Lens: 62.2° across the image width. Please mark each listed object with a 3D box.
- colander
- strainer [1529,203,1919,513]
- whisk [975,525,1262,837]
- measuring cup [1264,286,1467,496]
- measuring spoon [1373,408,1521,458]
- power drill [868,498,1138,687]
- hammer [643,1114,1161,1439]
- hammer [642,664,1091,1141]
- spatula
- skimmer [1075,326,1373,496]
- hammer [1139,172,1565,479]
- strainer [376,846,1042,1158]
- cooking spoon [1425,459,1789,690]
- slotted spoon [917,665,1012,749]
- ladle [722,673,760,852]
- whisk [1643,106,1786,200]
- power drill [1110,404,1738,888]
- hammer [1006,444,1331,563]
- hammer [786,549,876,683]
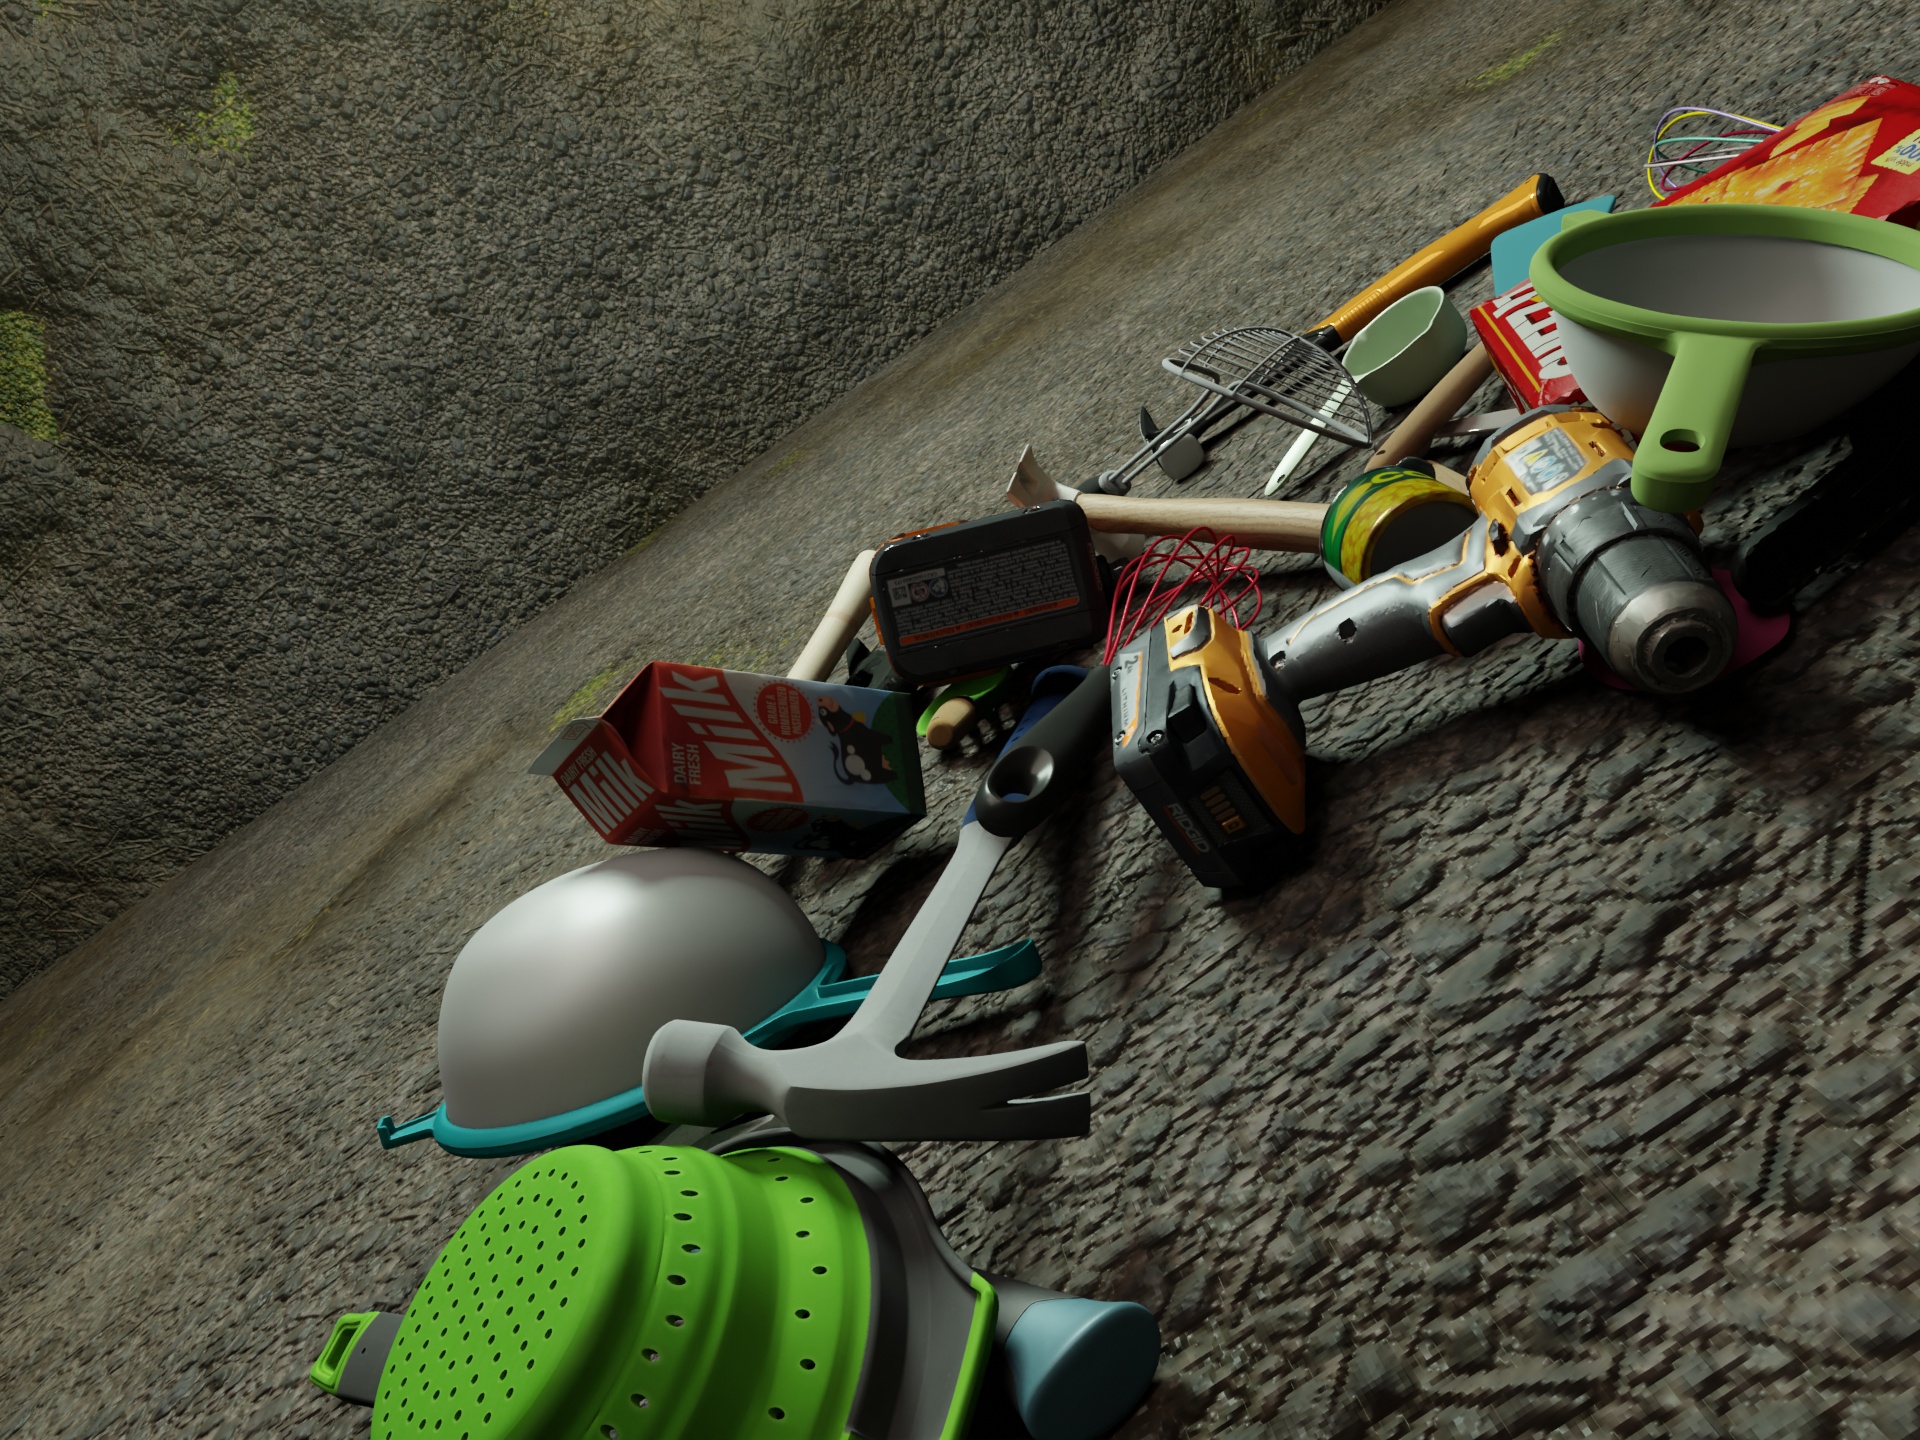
[{"bbox_3d":[-0.163,0.215,0.541,0.397,0.094,0.205,-17,40,45],"label":"colander"},{"bbox_3d":[0.268,-0.115,0.566,0.151,0.069,0.256,13,39,26],"label":"strainer"},{"bbox_3d":[0.079,-0.024,0.755,0.073,0.073,0.296,-22,14,36],"label":"whisk"},{"bbox_3d":[0.252,-0.195,0.990,0.167,0.038,0.083,-51,20,-3],"label":"measuring cup"},{"bbox_3d":[0.281,-0.154,0.863,0.124,0.018,0.034,0,36,51],"label":"measuring spoon"},{"bbox_3d":[0.030,-0.073,0.921,0.164,0.084,0.226,-13,1,1],"label":"power drill"},{"bbox_3d":[-0.055,0.196,0.564,0.331,0.033,0.128,-10,32,53],"label":"hammer"},{"bbox_3d":[0.016,0.056,0.683,0.144,0.035,0.405,2,21,15],"label":"hammer"},{"bbox_3d":[0.296,-0.218,0.913,0.082,0.044,0.317,-9,26,46],"label":"spatula"},{"bbox_3d":[0.125,-0.150,1.019,0.363,0.127,0.090,147,135,-62],"label":"skimmer"},{"bbox_3d":[0.281,-0.290,1.162,0.337,0.034,0.127,-32,19,11],"label":"hammer"},{"bbox_3d":[-0.117,0.103,0.735,0.340,0.095,0.211,-16,9,35],"label":"strainer"},{"bbox_3d":[0.257,-0.076,0.695,0.069,0.017,0.319,-33,19,8],"label":"cooking spoon"},{"bbox_3d":[-0.001,-0.003,0.848,0.070,0.031,0.314,-35,1,4],"label":"slotted spoon"},{"bbox_3d":[-0.172,0.074,1.048,0.078,0.062,0.320,-47,13,33],"label":"ladle"},{"bbox_3d":[0.467,-0.318,0.895,0.047,0.051,0.245,-56,21,7],"label":"whisk"},{"bbox_3d":[0.171,-0.023,0.607,0.226,0.084,0.185,-31,21,18],"label":"power drill"},{"bbox_3d":[0.138,-0.114,0.897,0.331,0.130,0.031,17,84,58],"label":"hammer"},{"bbox_3d":[-0.117,-0.002,1.052,0.146,0.038,0.411,-62,2,32],"label":"hammer"}]
